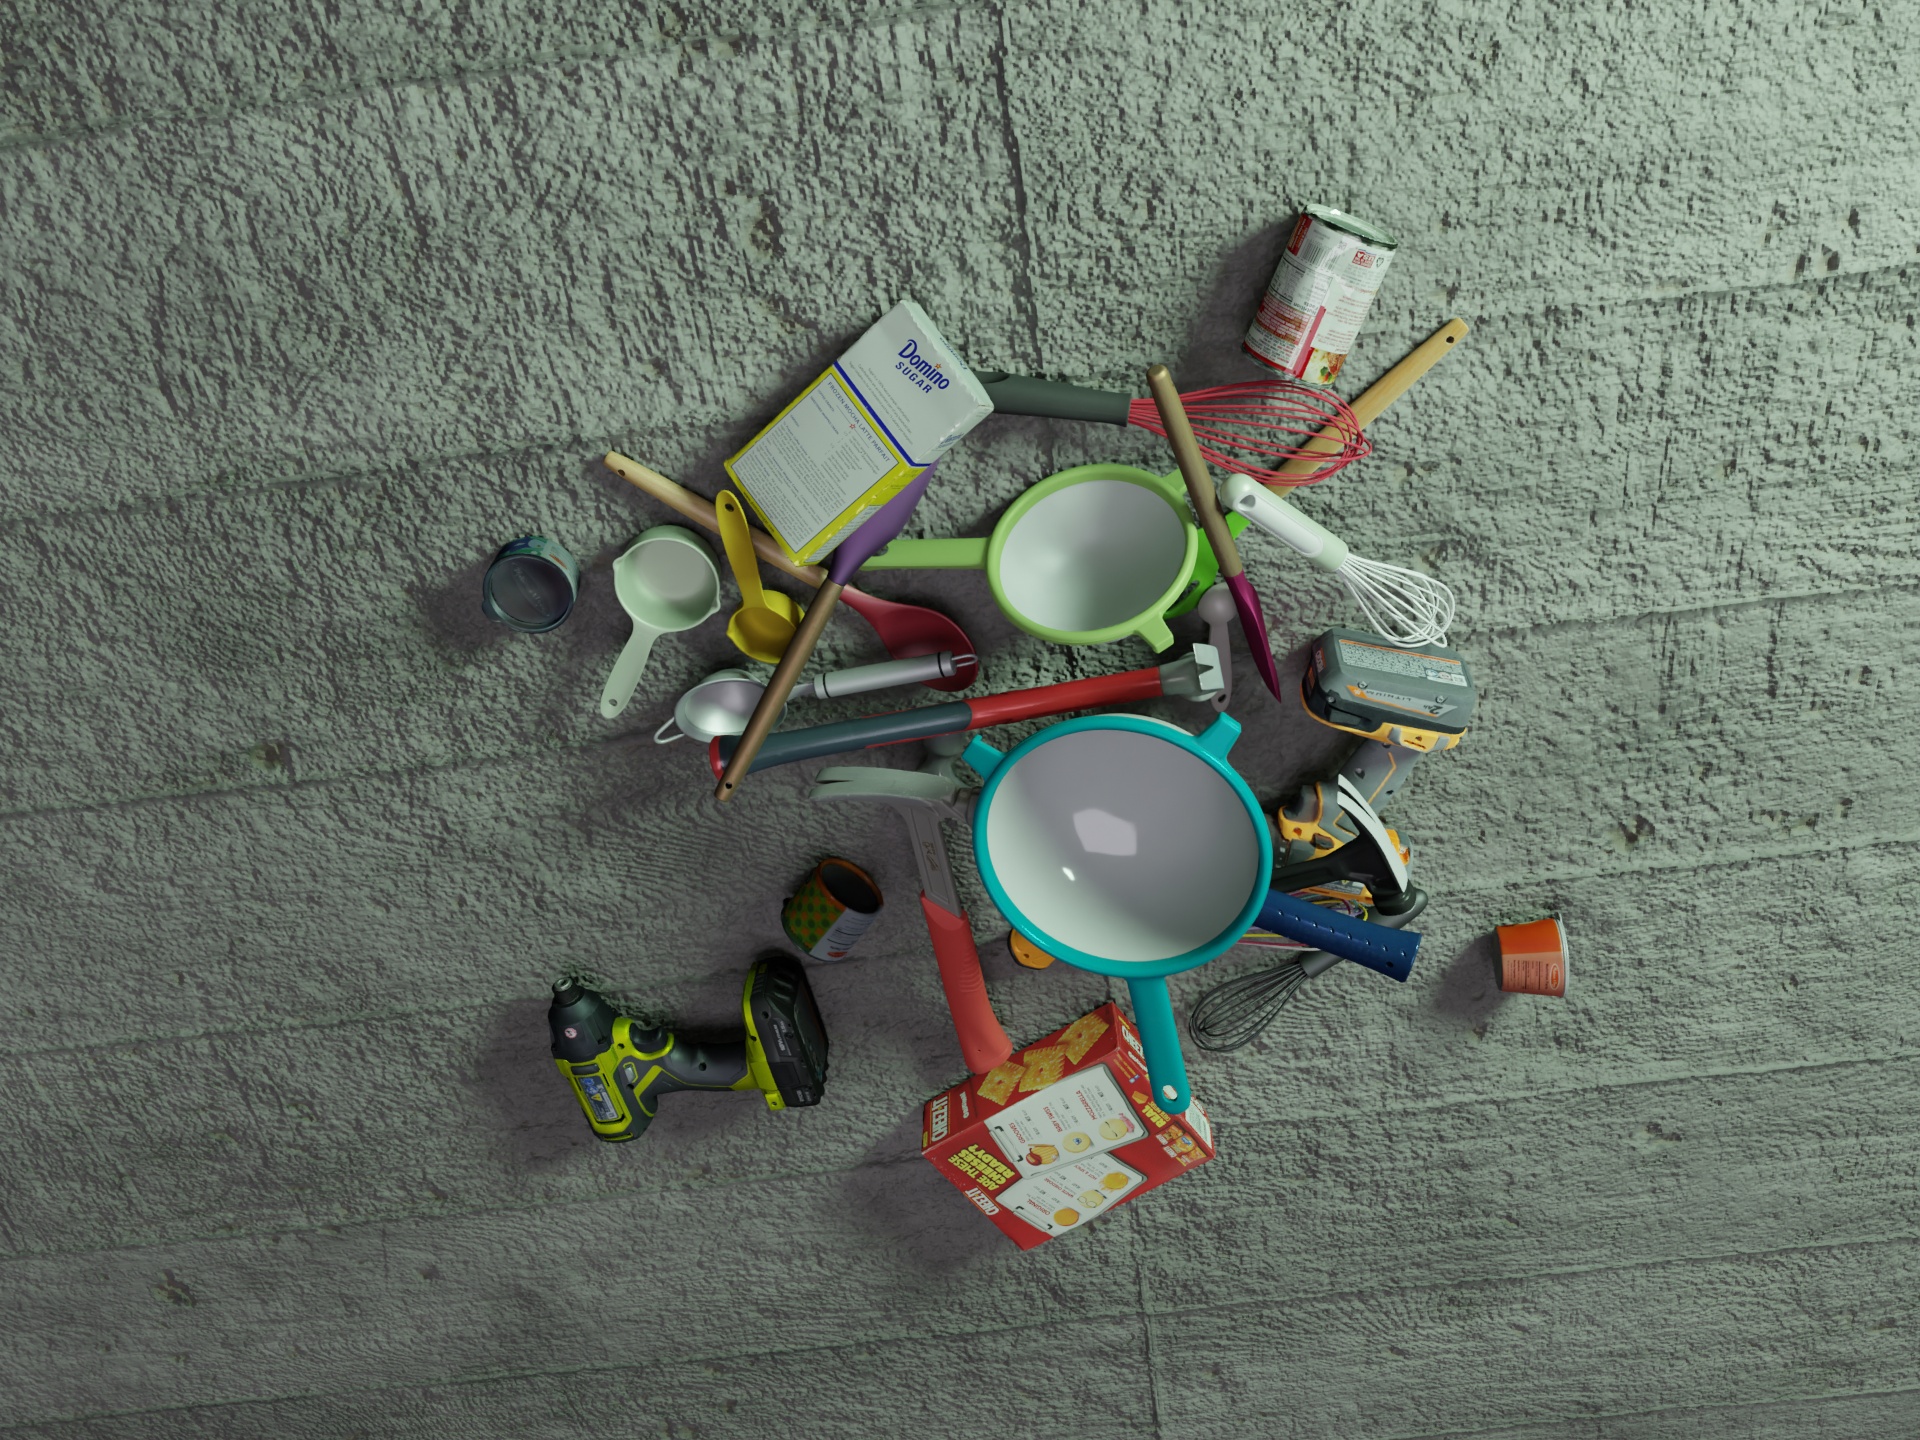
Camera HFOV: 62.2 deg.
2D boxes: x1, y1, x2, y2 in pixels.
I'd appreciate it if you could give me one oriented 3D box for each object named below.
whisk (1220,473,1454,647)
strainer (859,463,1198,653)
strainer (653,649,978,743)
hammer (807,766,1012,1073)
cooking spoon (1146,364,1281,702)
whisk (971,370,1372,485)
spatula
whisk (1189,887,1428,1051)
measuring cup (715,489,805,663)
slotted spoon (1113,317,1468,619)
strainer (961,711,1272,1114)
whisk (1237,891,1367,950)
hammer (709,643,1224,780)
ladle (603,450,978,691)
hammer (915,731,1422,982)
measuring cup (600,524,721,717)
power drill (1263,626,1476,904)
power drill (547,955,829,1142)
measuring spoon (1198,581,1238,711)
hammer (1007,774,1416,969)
[{"bbox_3d":[0.271,-0.112,1.134,0.246,0.059,0.057,26,123,-32],"label":"whisk"},{"bbox_3d":[0.048,-0.106,1.151,0.256,0.152,0.069,2,152,19],"label":"strainer"},{"bbox_3d":[-0.111,-0.026,1.204,0.258,0.050,0.086,-10,147,12],"label":"strainer"},{"bbox_3d":[-0.017,0.174,1.302,0.149,0.037,0.358,5,136,17],"label":"hammer"},{"bbox_3d":[0.183,-0.123,1.113,0.017,0.069,0.318,-14,136,17],"label":"cooking spoon"},{"bbox_3d":[0.135,-0.211,1.094,0.296,0.073,0.073,9,121,4],"label":"whisk"},{"bbox_3d":[-0.105,-0.079,1.154,0.059,0.018,0.316,27,100,-10],"label":"spatula"},{"bbox_3d":[0.299,0.214,1.369,0.239,0.055,0.055,-36,115,15],"label":"whisk"},{"bbox_3d":[-0.150,-0.108,1.158,0.062,0.029,0.156,3,133,16],"label":"measuring cup"},{"bbox_3d":[0.234,-0.176,1.143,0.313,0.031,0.070,-41,114,20],"label":"slotted spoon"},{"bbox_3d":[0.134,0.130,1.170,0.211,0.095,0.340,-6,116,18],"label":"strainer"},{"bbox_3d":[0.220,0.179,1.345,0.245,0.047,0.051,-10,143,10],"label":"whisk"},{"bbox_3d":[-0.002,-0.004,1.164,0.386,0.143,0.038,-10,87,9],"label":"hammer"},{"bbox_3d":[-0.121,-0.113,1.174,0.315,0.031,0.069,30,133,-15],"label":"ladle"},{"bbox_3d":[0.149,0.118,1.232,0.405,0.035,0.144,19,122,13],"label":"hammer"},{"bbox_3d":[-0.234,-0.073,1.191,0.083,0.038,0.167,23,120,-14],"label":"measuring cup"},{"bbox_3d":[0.284,0.042,1.247,0.185,0.084,0.226,10,125,-2],"label":"power drill"},{"bbox_3d":[-0.239,0.280,1.383,0.223,0.080,0.171,-10,121,8],"label":"power drill"},{"bbox_3d":[0.201,-0.051,1.211,0.034,0.018,0.124,-22,132,-14],"label":"measuring spoon"},{"bbox_3d":[0.183,0.141,1.280,0.337,0.034,0.127,-19,121,27],"label":"hammer"}]
